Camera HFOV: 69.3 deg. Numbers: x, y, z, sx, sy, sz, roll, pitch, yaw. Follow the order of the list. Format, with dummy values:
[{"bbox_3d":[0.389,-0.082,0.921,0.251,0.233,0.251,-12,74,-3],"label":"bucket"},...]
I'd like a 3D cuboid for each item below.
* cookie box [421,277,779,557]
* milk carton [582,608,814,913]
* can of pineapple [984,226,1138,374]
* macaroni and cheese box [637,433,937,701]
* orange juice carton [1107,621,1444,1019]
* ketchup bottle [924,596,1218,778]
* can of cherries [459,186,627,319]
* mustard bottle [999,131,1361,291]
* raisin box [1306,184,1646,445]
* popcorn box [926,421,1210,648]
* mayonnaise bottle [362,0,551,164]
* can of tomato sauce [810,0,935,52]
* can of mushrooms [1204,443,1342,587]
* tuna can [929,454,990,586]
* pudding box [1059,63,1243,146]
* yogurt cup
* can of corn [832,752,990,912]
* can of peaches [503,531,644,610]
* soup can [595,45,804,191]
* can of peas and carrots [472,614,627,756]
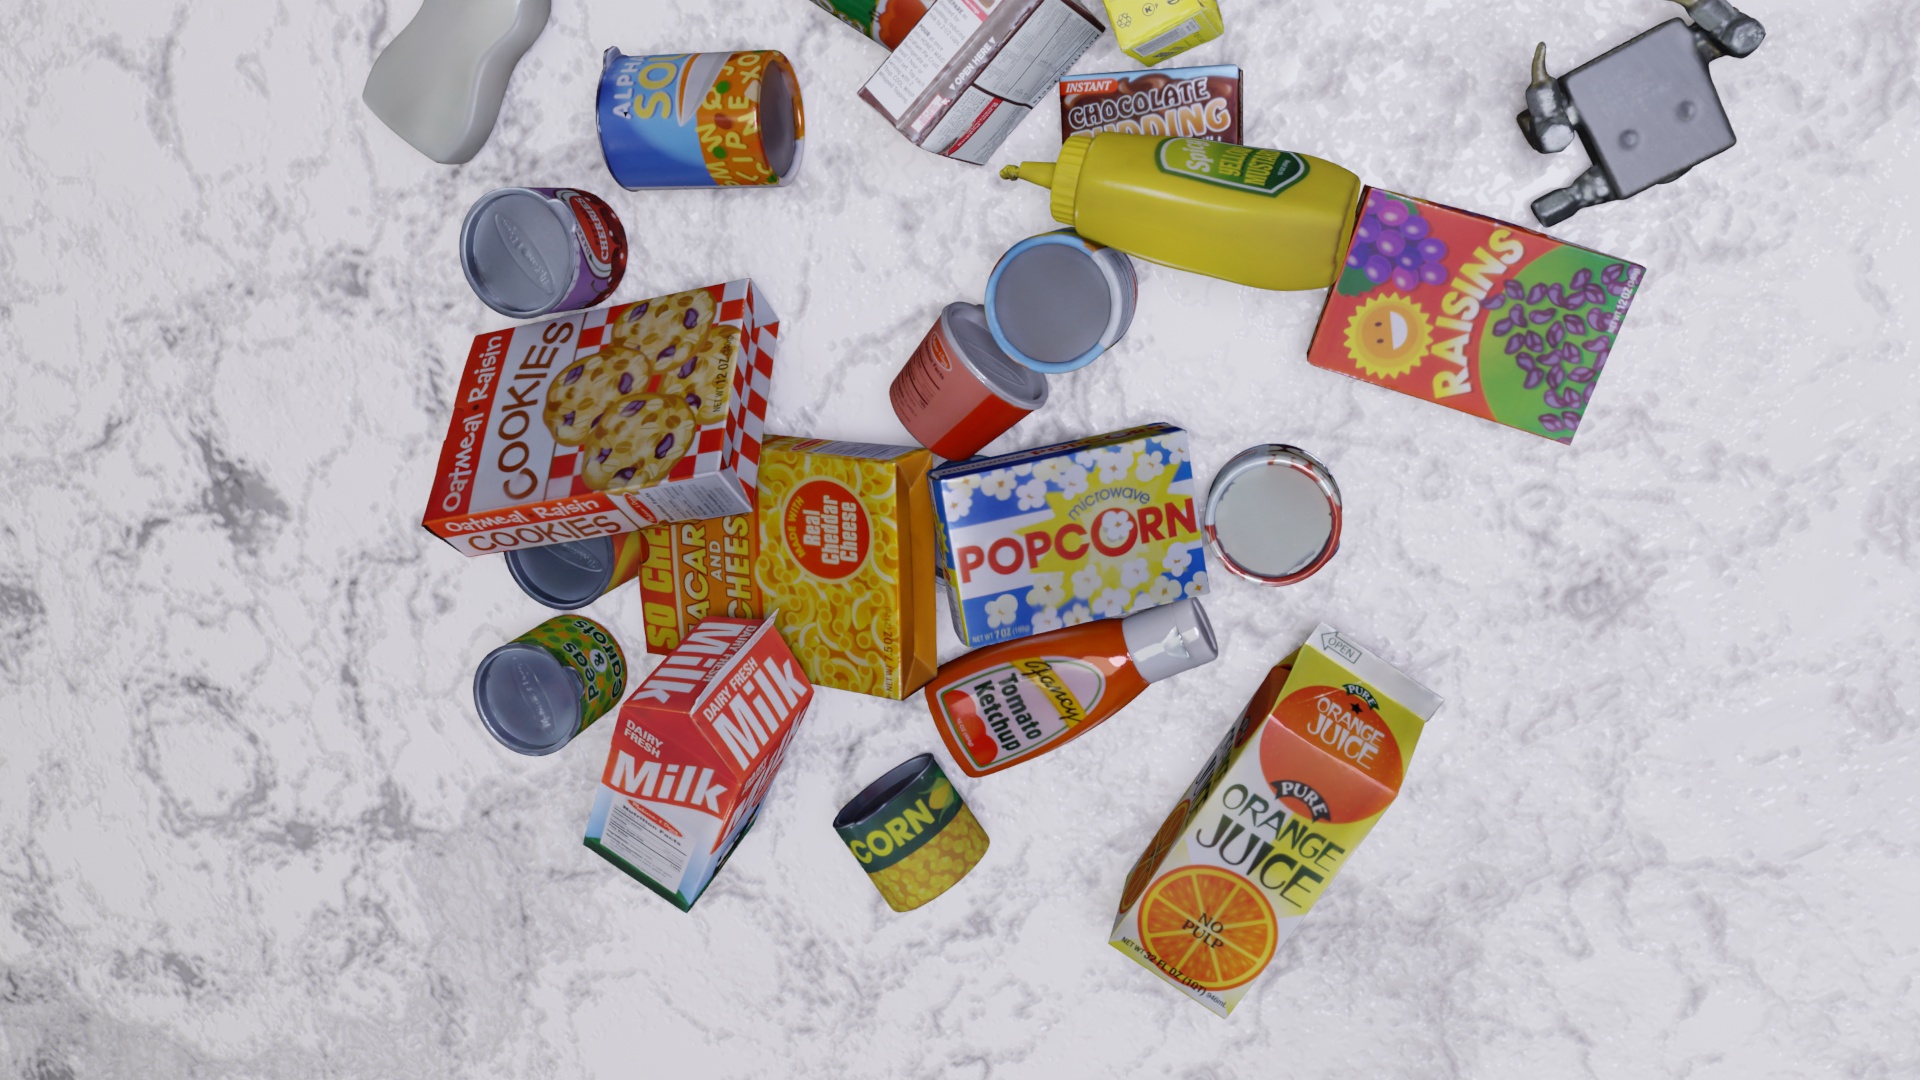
[{"bbox_3d":[-0.183,-0.063,0.713,0.167,0.040,0.123,-8,57,17],"label":"cookie box"},{"bbox_3d":[-0.135,0.110,0.726,0.073,0.073,0.189,33,137,5],"label":"milk carton"},{"bbox_3d":[0.047,-0.116,0.668,0.071,0.058,0.070,4,105,14],"label":"can of pineapple"},{"bbox_3d":[-0.094,0.008,0.726,0.166,0.040,0.123,7,106,27],"label":"macaroni and cheese box"},{"bbox_3d":[0.157,0.135,0.695,0.072,0.073,0.192,32,109,5],"label":"orange juice carton"},{"bbox_3d":[0.058,0.070,0.720,0.148,0.044,0.064,-24,98,18],"label":"ketchup bottle"},{"bbox_3d":[-0.215,-0.152,0.727,0.071,0.058,0.071,3,104,14],"label":"can of cherries"},{"bbox_3d":[0.092,-0.152,0.616,0.160,0.066,0.048,14,131,14],"label":"mustard bottle"},{"bbox_3d":[0.231,-0.104,0.634,0.123,0.040,0.085,19,108,8],"label":"raisin box"},{"bbox_3d":[0.053,-0.004,0.679,0.127,0.038,0.085,-12,101,-10],"label":"popcorn box"},{"bbox_3d":[-0.247,-0.270,0.716,0.065,0.041,0.147,40,109,0],"label":"mayonnaise bottle"},{"bbox_3d":[-0.033,-0.266,0.648,0.083,0.071,0.071,33,110,4],"label":"can of tomato sauce"},{"bbox_3d":[0.155,-0.011,0.680,0.071,0.033,0.071,3,104,14],"label":"can of mushrooms"},{"bbox_3d":[0.003,-0.009,0.720,0.071,0.033,0.071,4,104,14],"label":"tuna can"},{"bbox_3d":[0.090,-0.195,0.652,0.084,0.030,0.049,2,104,14],"label":"pudding box"},{"bbox_3d":[0.002,-0.076,0.688,0.072,0.073,0.053,47,118,0],"label":"yogurt cup"},{"bbox_3d":[-0.026,0.159,0.750,0.071,0.071,0.058,-33,95,20],"label":"can of corn"},{"bbox_3d":[-0.205,-0.003,0.763,0.071,0.058,0.071,4,104,14],"label":"can of peaches"},{"bbox_3d":[-0.127,-0.209,0.685,0.084,0.071,0.071,2,104,14],"label":"soup can"},{"bbox_3d":[-0.230,0.080,0.789,0.071,0.059,0.070,3,105,13],"label":"can of peas and carrots"}]
